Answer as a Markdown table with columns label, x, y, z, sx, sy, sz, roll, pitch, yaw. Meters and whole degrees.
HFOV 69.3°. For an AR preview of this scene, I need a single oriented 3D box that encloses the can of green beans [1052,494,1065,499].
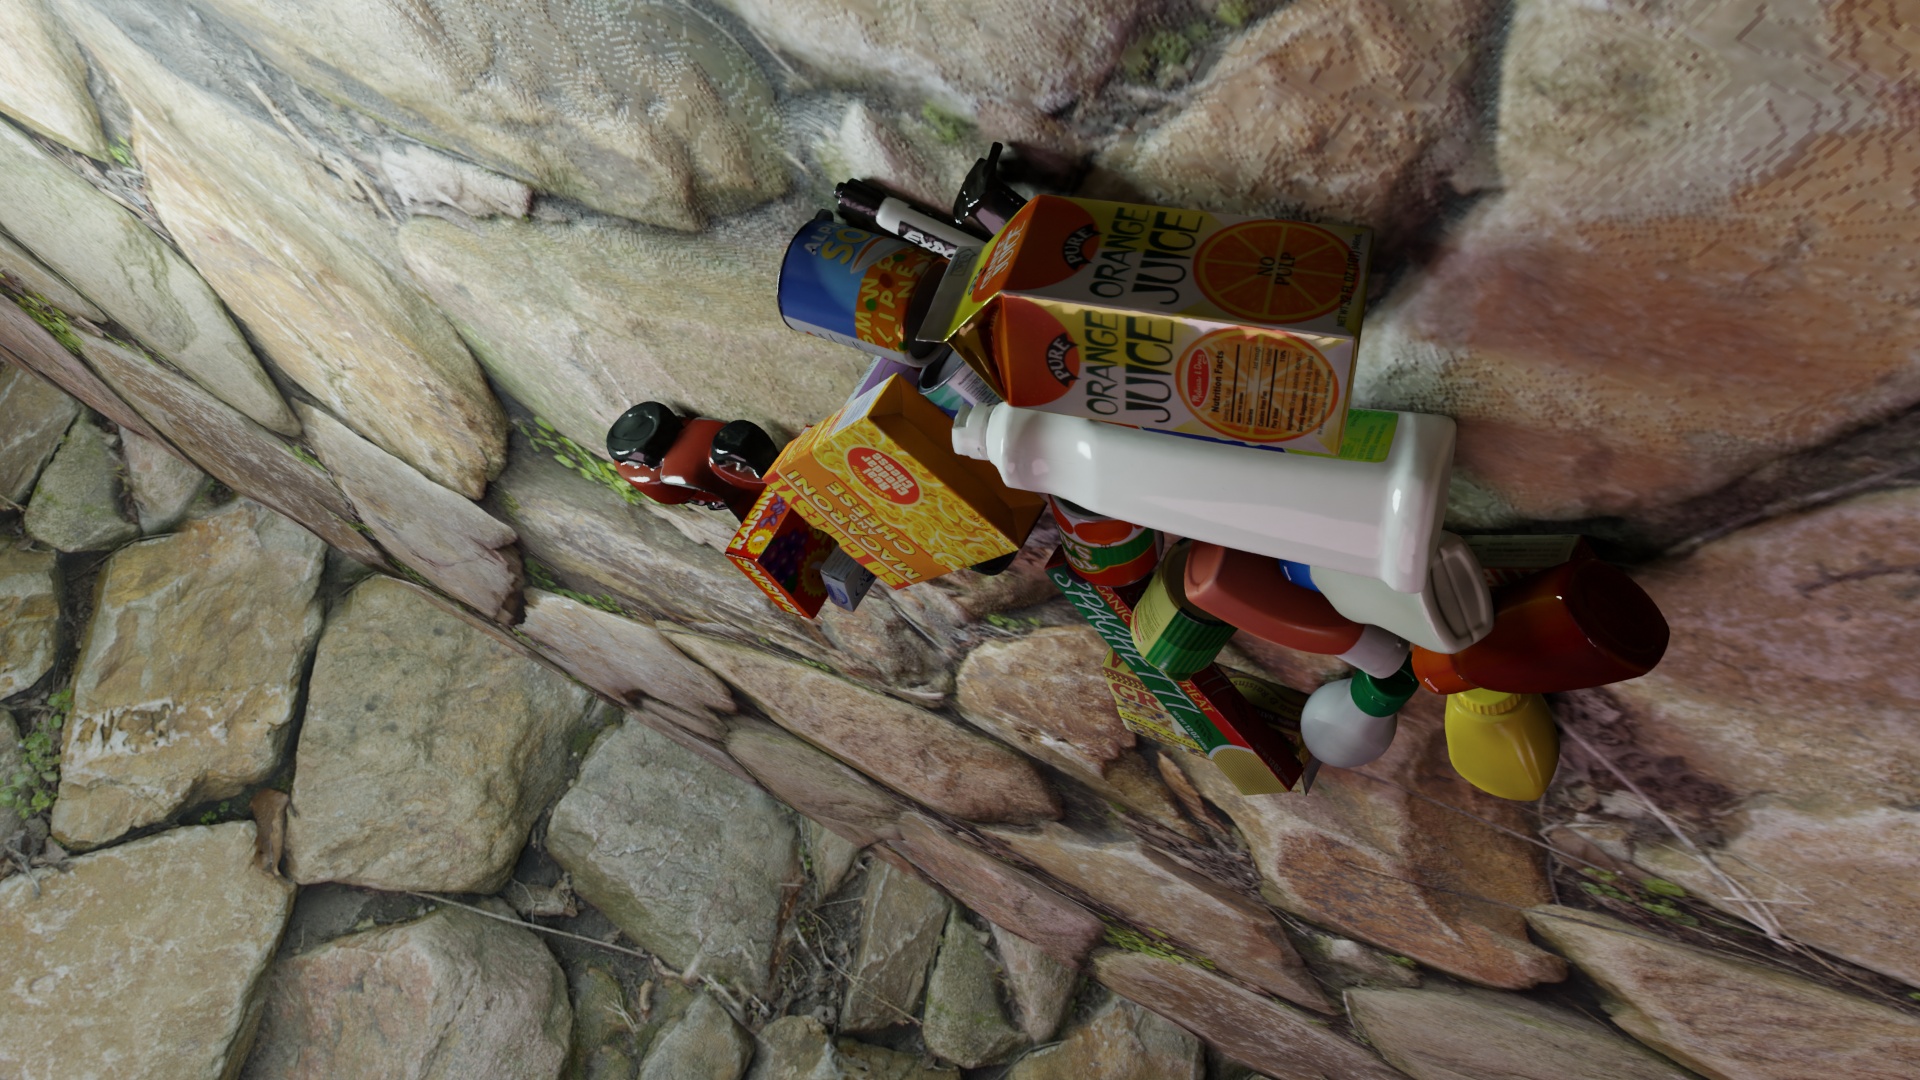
| label | x | y | z | sx | sy | sz | roll | pitch | yaw |
| --- | --- | --- | --- | --- | --- | --- | --- | --- | --- |
| can of green beans | 0.066 | -0.064 | 0.812 | 0.071 | 0.058 | 0.071 | 26 | 158 | 11 |

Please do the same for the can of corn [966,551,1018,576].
| label | x | y | z | sx | sy | sz | roll | pitch | yaw |
| --- | --- | --- | --- | --- | --- | --- | --- | --- | --- |
| can of corn | 0.004 | -0.012 | 0.992 | 0.058 | 0.071 | 0.071 | 16 | 154 | 34 |

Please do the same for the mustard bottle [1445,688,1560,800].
| label | x | y | z | sx | sy | sz | roll | pitch | yaw |
| --- | --- | --- | --- | --- | --- | --- | --- | --- | --- |
| mustard bottle | 0.335 | 0.109 | 0.866 | 0.065 | 0.049 | 0.159 | 15 | 154 | 34 |

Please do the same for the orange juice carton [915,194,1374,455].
| label | x | y | z | sx | sy | sz | roll | pitch | yaw |
| --- | --- | --- | --- | --- | --- | --- | --- | --- | --- |
| orange juice carton | 0.080 | -0.100 | 0.623 | 0.193 | 0.072 | 0.072 | 10 | 142 | 14 |

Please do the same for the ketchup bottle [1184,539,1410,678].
| label | x | y | z | sx | sy | sz | roll | pitch | yaw |
| --- | --- | --- | --- | --- | --- | --- | --- | --- | --- |
| ketchup bottle | 0.210 | 0.039 | 0.858 | 0.149 | 0.065 | 0.043 | 27 | 147 | -17 |

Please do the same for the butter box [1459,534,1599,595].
| label | x | y | z | sx | sy | sz | roll | pitch | yaw |
| --- | --- | --- | --- | --- | --- | --- | --- | --- | --- |
| butter box | 0.295 | 0.021 | 0.753 | 0.053 | 0.024 | 0.103 | 43 | 155 | -29 |

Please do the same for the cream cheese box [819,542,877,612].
| label | x | y | z | sx | sy | sz | roll | pitch | yaw |
| --- | --- | --- | --- | --- | --- | --- | --- | --- | --- |
| cream cheese box | -0.068 | 0.000 | 1.064 | 0.024 | 0.104 | 0.053 | 26 | 157 | 17 |

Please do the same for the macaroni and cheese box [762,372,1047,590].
| label | x | y | z | sx | sy | sz | roll | pitch | yaw |
| --- | --- | --- | --- | --- | --- | --- | --- | --- | --- |
| macaroni and cheese box | -0.041 | -0.030 | 0.877 | 0.123 | 0.040 | 0.166 | 40 | 153 | -16 |

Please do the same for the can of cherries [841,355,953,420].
| label | x | y | z | sx | sy | sz | roll | pitch | yaw |
| --- | --- | --- | --- | --- | --- | --- | --- | --- | --- |
| can of cherries | -0.035 | -0.084 | 0.897 | 0.071 | 0.058 | 0.071 | 25 | 157 | 12 |

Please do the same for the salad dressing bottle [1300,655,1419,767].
| label | x | y | z | sx | sy | sz | roll | pitch | yaw |
| --- | --- | --- | --- | --- | --- | --- | --- | --- | --- |
| salad dressing bottle | 0.279 | 0.117 | 0.965 | 0.064 | 0.044 | 0.147 | 26 | 158 | 10 |

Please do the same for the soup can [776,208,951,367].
| label | x | y | z | sx | sy | sz | roll | pitch | yaw |
| --- | --- | --- | --- | --- | --- | --- | --- | --- | --- |
| soup can | -0.050 | -0.142 | 0.780 | 0.084 | 0.071 | 0.071 | 20 | 156 | 22 |

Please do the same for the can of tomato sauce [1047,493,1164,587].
| label | x | y | z | sx | sy | sz | roll | pitch | yaw |
| --- | --- | --- | --- | --- | --- | --- | --- | --- | --- |
| can of tomato sauce | 0.090 | -0.018 | 0.869 | 0.071 | 0.071 | 0.082 | 20 | 156 | 23 |

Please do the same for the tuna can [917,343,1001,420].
| label | x | y | z | sx | sy | sz | roll | pitch | yaw |
| --- | --- | --- | --- | --- | --- | --- | --- | --- | --- |
| tuna can | 0.008 | -0.101 | 0.795 | 0.033 | 0.071 | 0.071 | 38 | 157 | -21 |

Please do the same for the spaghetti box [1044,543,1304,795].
| label | x | y | z | sx | sy | sz | roll | pitch | yaw |
| --- | --- | --- | --- | --- | --- | --- | --- | --- | --- |
| spaghetti box | 0.158 | 0.094 | 1.021 | 0.249 | 0.029 | 0.050 | 48 | 146 | -15 |

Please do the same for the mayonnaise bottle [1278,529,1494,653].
| label | x | y | z | sx | sy | sz | roll | pitch | yaw |
| --- | --- | --- | --- | --- | --- | --- | --- | --- | --- |
| mayonnaise bottle | 0.226 | 0.018 | 0.760 | 0.064 | 0.041 | 0.148 | 65 | 168 | -14 |

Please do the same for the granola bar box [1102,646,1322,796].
| label | x | y | z | sx | sy | sz | roll | pitch | yaw |
| --- | --- | --- | --- | --- | --- | --- | --- | --- | --- |
| granola bar box | 0.204 | 0.141 | 1.120 | 0.166 | 0.039 | 0.123 | 18 | 156 | 27 |

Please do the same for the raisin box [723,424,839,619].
| label | x | y | z | sx | sy | sz | roll | pitch | yaw |
| --- | --- | --- | --- | --- | --- | --- | --- | --- | --- |
| raisin box | -0.117 | -0.014 | 1.069 | 0.040 | 0.124 | 0.086 | 12 | 153 | 37 |

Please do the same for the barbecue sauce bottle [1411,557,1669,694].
| label | x | y | z | sx | sy | sz | roll | pitch | yaw |
| --- | --- | --- | --- | --- | --- | --- | --- | --- | --- |
| barbecue sauce bottle | 0.294 | 0.053 | 0.729 | 0.065 | 0.044 | 0.148 | 42 | 158 | -2 |

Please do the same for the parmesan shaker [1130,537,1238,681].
| label | x | y | z | sx | sy | sz | roll | pitch | yaw |
| --- | --- | --- | --- | --- | --- | --- | --- | --- | --- |
| parmesan shaker | 0.156 | 0.046 | 0.925 | 0.071 | 0.071 | 0.102 | 27 | 158 | 6 |
